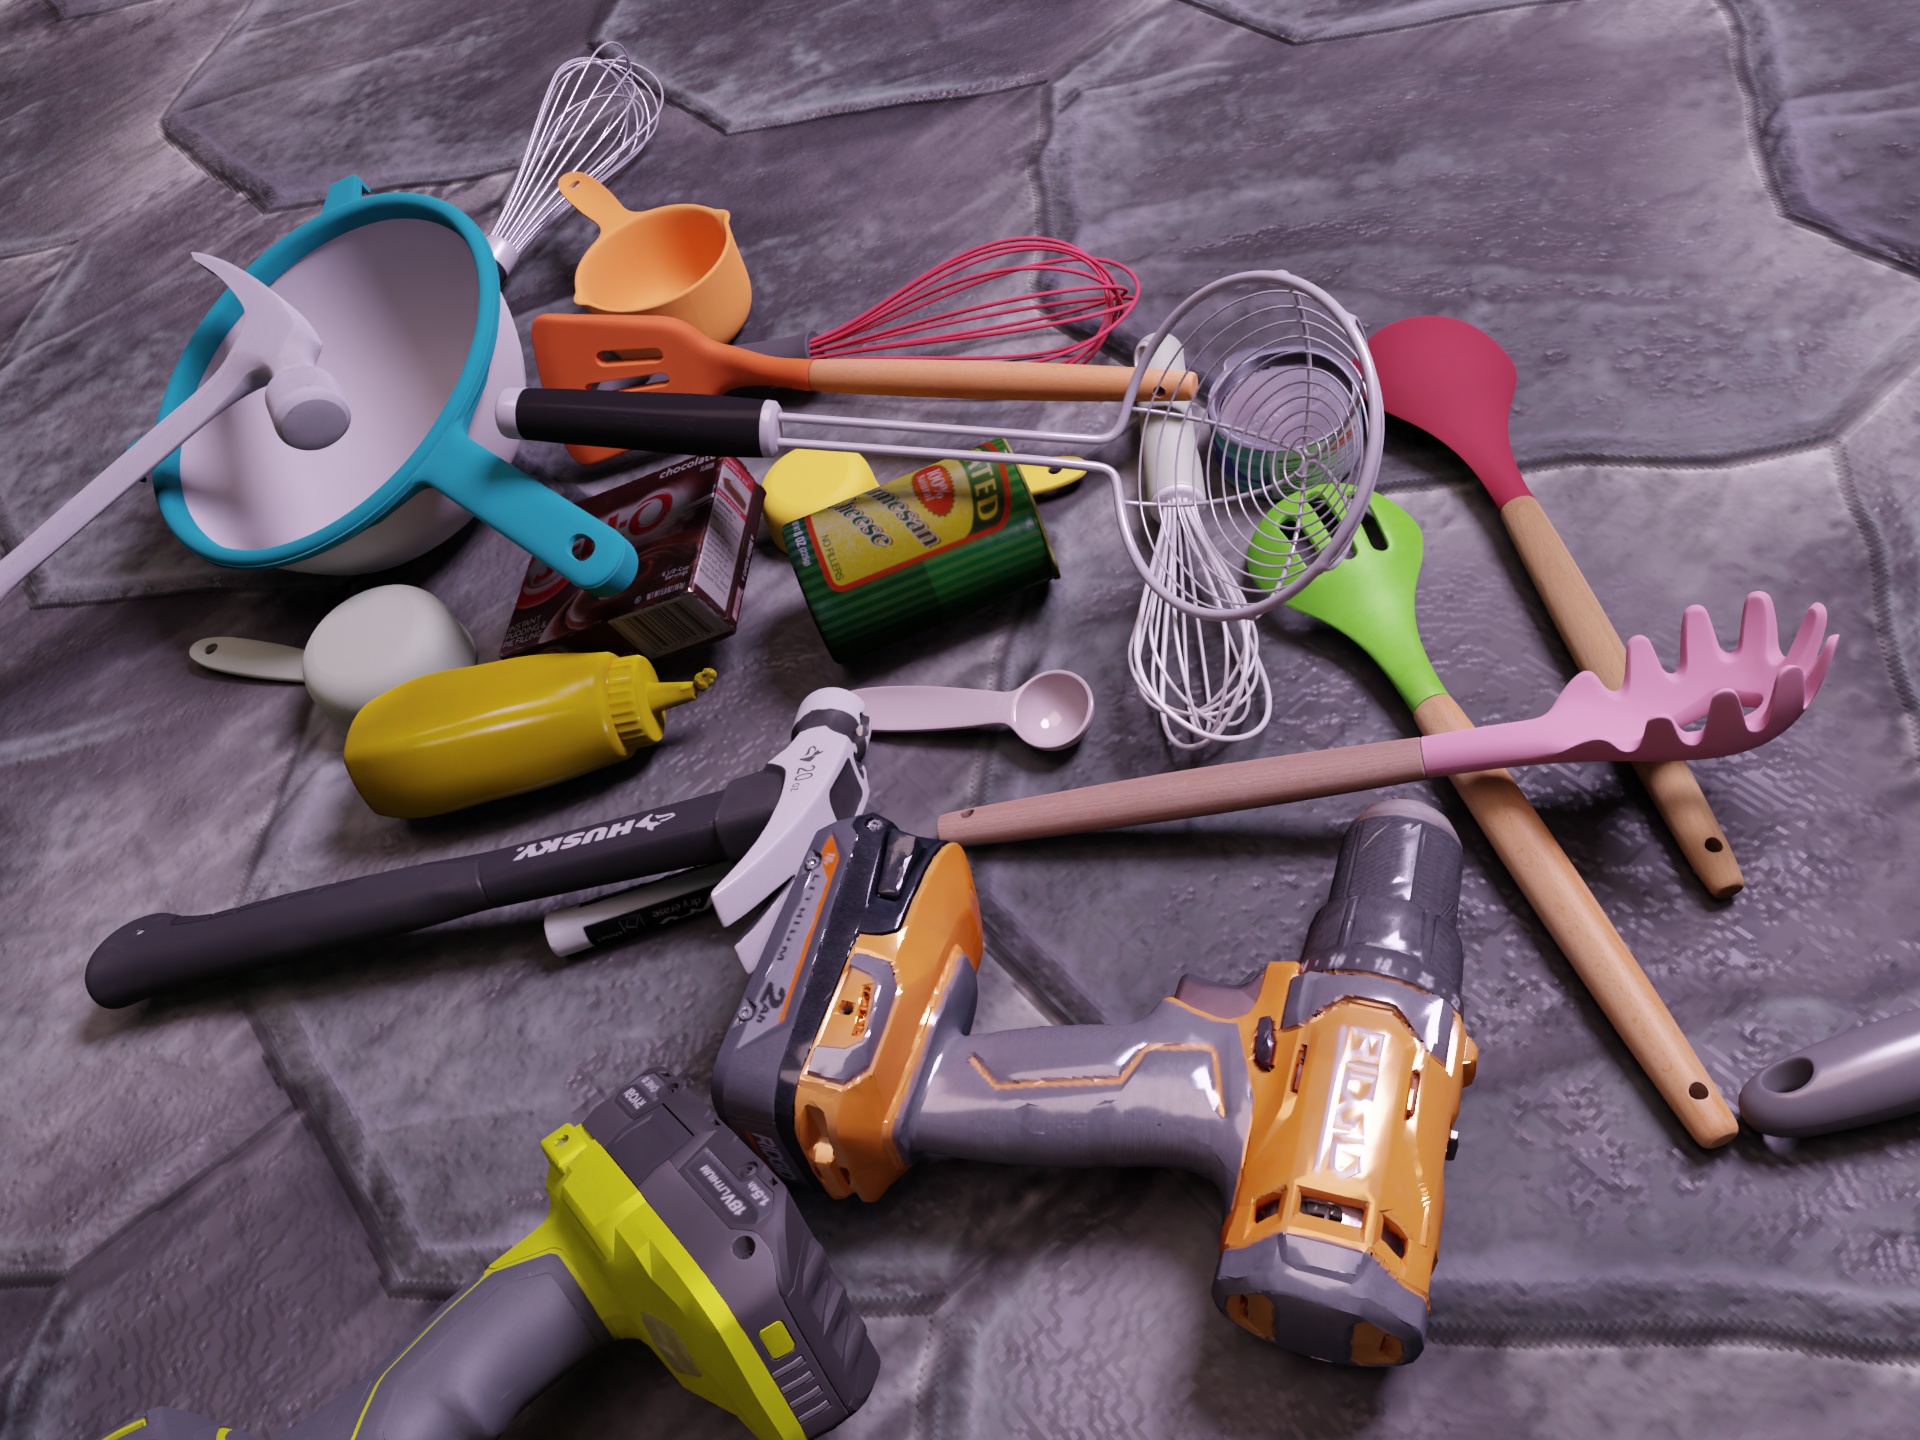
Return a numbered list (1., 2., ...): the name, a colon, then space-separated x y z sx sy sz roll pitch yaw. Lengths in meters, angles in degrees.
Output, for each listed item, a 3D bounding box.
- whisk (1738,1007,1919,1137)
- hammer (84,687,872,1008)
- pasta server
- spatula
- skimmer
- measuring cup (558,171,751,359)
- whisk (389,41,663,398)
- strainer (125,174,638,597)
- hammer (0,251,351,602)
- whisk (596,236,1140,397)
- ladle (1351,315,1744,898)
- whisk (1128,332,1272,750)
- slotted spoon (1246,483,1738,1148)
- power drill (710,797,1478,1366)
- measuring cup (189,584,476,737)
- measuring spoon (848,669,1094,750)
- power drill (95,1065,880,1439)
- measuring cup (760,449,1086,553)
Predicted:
1. whisk: 0.349 0.081 0.466 0.239 0.055 0.055 -20 50 8
2. hammer: -0.200 0.069 0.632 0.335 0.035 0.146 -14 27 12
3. pasta server: 0.135 0.011 0.565 0.316 0.040 0.060 -10 27 21
4. spatula: -0.050 -0.156 0.744 0.323 0.081 0.041 6 38 22
5. skimmer: -0.025 -0.113 0.613 0.363 0.090 0.127 6 94 13
6. measuring cup: -0.179 -0.254 0.884 0.095 0.052 0.174 -34 50 -10
7. whisk: -0.261 -0.298 0.943 0.070 0.070 0.285 12 62 25
8. strainer: -0.250 -0.125 0.775 0.341 0.095 0.211 32 84 31
9. hammer: -0.473 -0.070 0.778 0.405 0.035 0.144 -38 58 6
10. whisk: -0.055 -0.186 0.791 0.296 0.073 0.073 -6 52 20
11. ladle: 0.229 -0.065 0.627 0.069 0.031 0.316 -13 52 0
12. whisk: 0.094 -0.086 0.677 0.059 0.057 0.247 14 48 -15
13. slotted spoon: 0.187 0.013 0.580 0.070 0.031 0.314 -22 52 0
14. power drill: 0.054 0.092 0.529 0.226 0.084 0.185 9 55 19
15. measuring cup: -0.313 -0.035 0.764 0.167 0.038 0.083 7 56 20
16. measuring spoon: -0.001 -0.002 0.661 0.124 0.018 0.034 1 66 26
17. power drill: -0.142 0.211 0.451 0.223 0.080 0.171 -34 26 -22
18. measuring cup: -0.020 -0.112 0.737 0.156 0.029 0.062 -8 52 15
